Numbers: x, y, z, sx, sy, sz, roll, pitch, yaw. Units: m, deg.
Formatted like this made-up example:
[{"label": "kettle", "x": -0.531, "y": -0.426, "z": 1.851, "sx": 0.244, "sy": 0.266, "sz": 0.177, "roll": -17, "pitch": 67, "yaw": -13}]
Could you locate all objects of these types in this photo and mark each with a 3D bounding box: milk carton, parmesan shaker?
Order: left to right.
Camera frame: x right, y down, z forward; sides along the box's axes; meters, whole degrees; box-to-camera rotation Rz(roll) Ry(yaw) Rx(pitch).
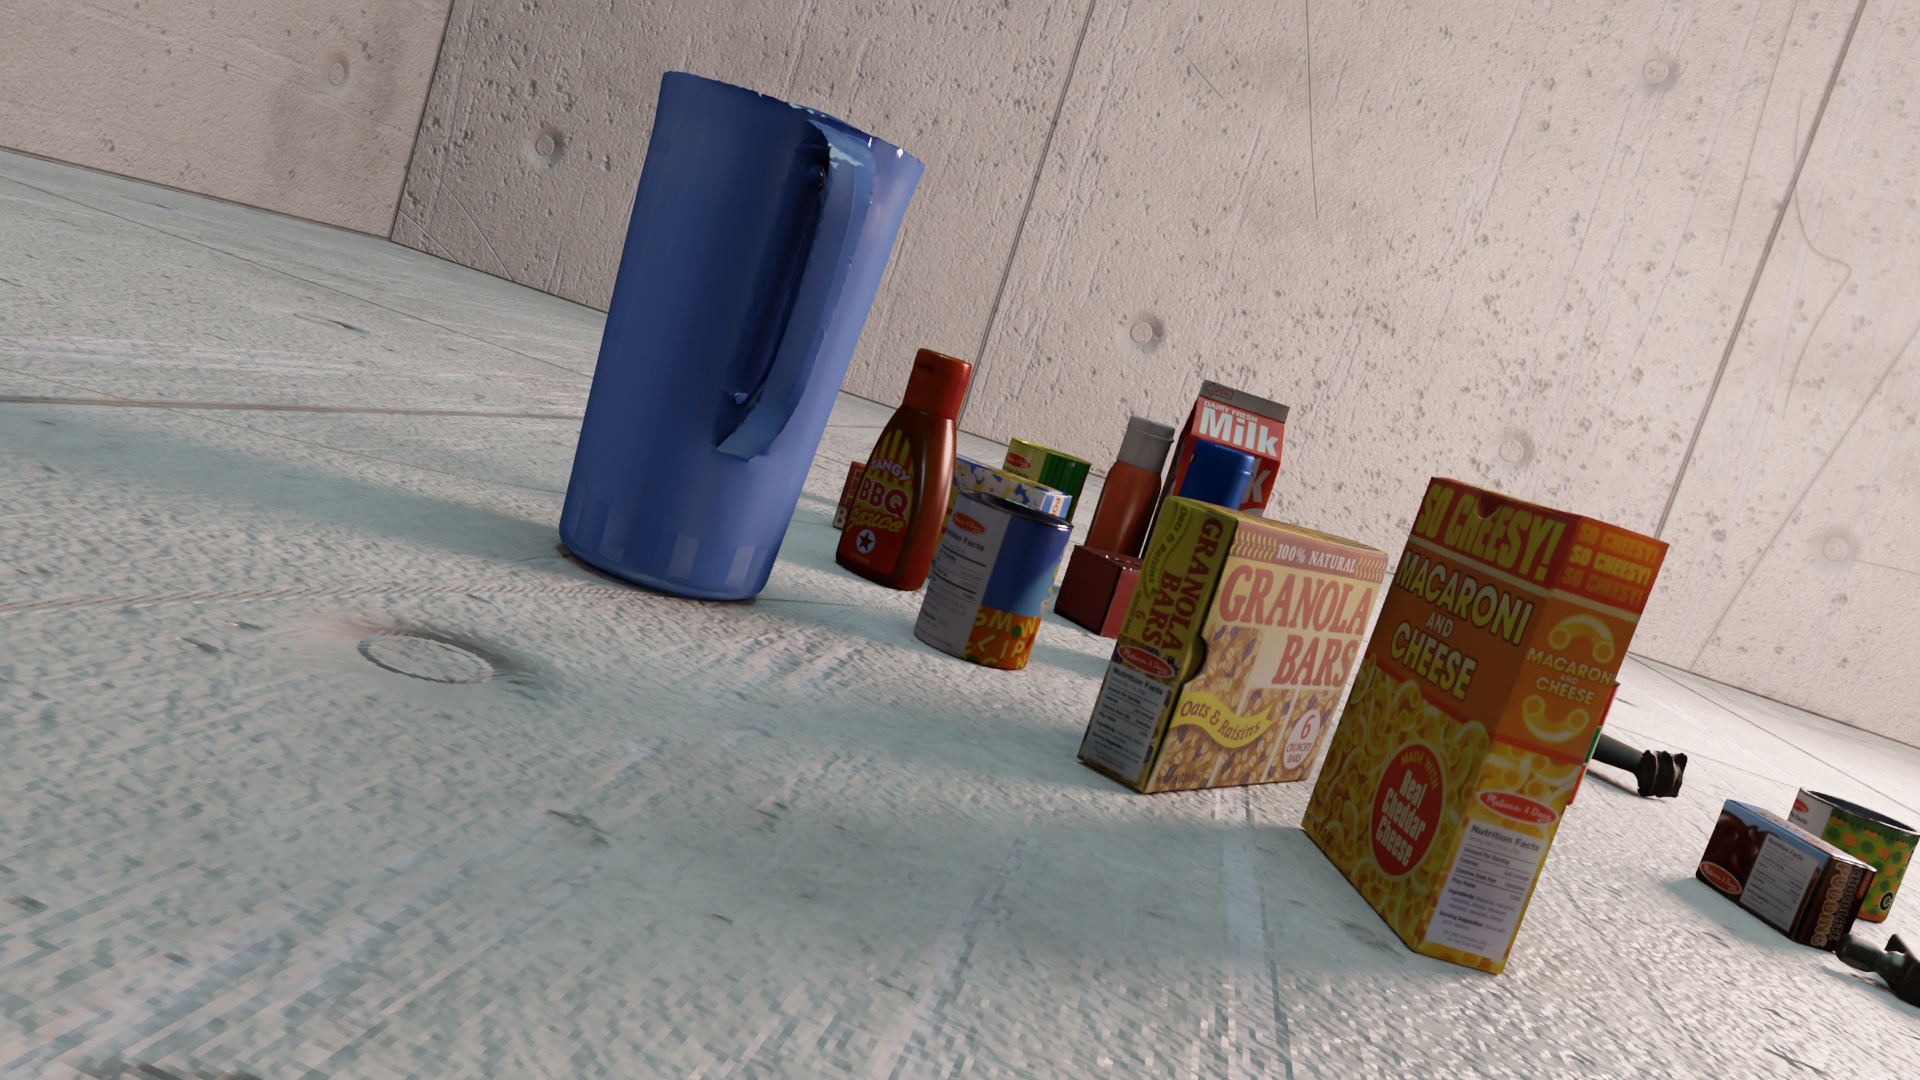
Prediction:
[{"label": "parmesan shaker", "x": 0.054, "y": -0.023, "z": 1.088, "sx": 0.071, "sy": 0.103, "sz": 0.071, "roll": 18, "pitch": 7, "yaw": -2}, {"label": "milk carton", "x": 0.188, "y": -0.022, "z": 1.057, "sx": 0.072, "sy": 0.190, "sz": 0.073, "roll": 18, "pitch": 7, "yaw": 1}]

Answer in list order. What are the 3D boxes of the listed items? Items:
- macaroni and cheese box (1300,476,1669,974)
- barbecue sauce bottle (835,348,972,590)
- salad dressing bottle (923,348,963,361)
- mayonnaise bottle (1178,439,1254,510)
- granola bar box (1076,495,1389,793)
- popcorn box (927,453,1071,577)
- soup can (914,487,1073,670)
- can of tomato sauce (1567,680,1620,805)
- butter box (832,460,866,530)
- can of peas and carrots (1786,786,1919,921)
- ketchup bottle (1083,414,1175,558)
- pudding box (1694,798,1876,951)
[{"label": "macaroni and cheese box", "x": 0.197, "y": 0.064, "z": 0.546, "sx": 0.040, "sy": 0.166, "sz": 0.124, "roll": 17, "pitch": 7, "yaw": -8}, {"label": "barbecue sauce bottle", "x": -0.031, "y": -0.046, "z": 0.883, "sx": 0.065, "sy": 0.148, "sz": 0.044, "roll": 23, "pitch": 9, "yaw": 38}, {"label": "salad dressing bottle", "x": -0.036, "y": -0.085, "z": 1.162, "sx": 0.064, "sy": 0.147, "sz": 0.044, "roll": 18, "pitch": 7, "yaw": 4}, {"label": "mayonnaise bottle", "x": 0.135, "y": 0.014, "z": 0.834, "sx": 0.041, "sy": 0.148, "sz": 0.065, "roll": 18, "pitch": 7, "yaw": -1}, {"label": "granola bar box", "x": 0.133, "y": 0.051, "z": 0.648, "sx": 0.039, "sy": 0.124, "sz": 0.166, "roll": 23, "pitch": 9, "yaw": 38}, {"label": "popcorn box", "x": 0.003, "y": -0.012, "z": 0.959, "sx": 0.127, "sy": 0.085, "sz": 0.038, "roll": 22, "pitch": 8, "yaw": 30}, {"label": "soup can", "x": 0.020, "y": 0.021, "z": 0.759, "sx": 0.071, "sy": 0.083, "sz": 0.071, "roll": 18, "pitch": 7, "yaw": -2}, {"label": "can of tomato sauce", "x": 0.372, "y": 0.117, "z": 0.889, "sx": 0.071, "sy": 0.083, "sz": 0.071, "roll": 18, "pitch": 7, "yaw": -2}, {"label": "butter box", "x": -0.043, "y": -0.019, "z": 1.024, "sx": 0.103, "sy": 0.053, "sz": 0.024, "roll": 21, "pitch": 8, "yaw": 26}, {"label": "can of peas and carrots", "x": 0.534, "y": 0.190, "z": 0.837, "sx": 0.071, "sy": 0.058, "sz": 0.071, "roll": 18, "pitch": 7, "yaw": -2}, {"label": "ketchup bottle", "x": 0.127, "y": -0.022, "z": 1.075, "sx": 0.043, "sy": 0.148, "sz": 0.065, "roll": 20, "pitch": 7, "yaw": 18}, {"label": "pudding box", "x": 0.436, "y": 0.176, "z": 0.738, "sx": 0.030, "sy": 0.049, "sz": 0.084, "roll": 17, "pitch": 7, "yaw": -9}]
